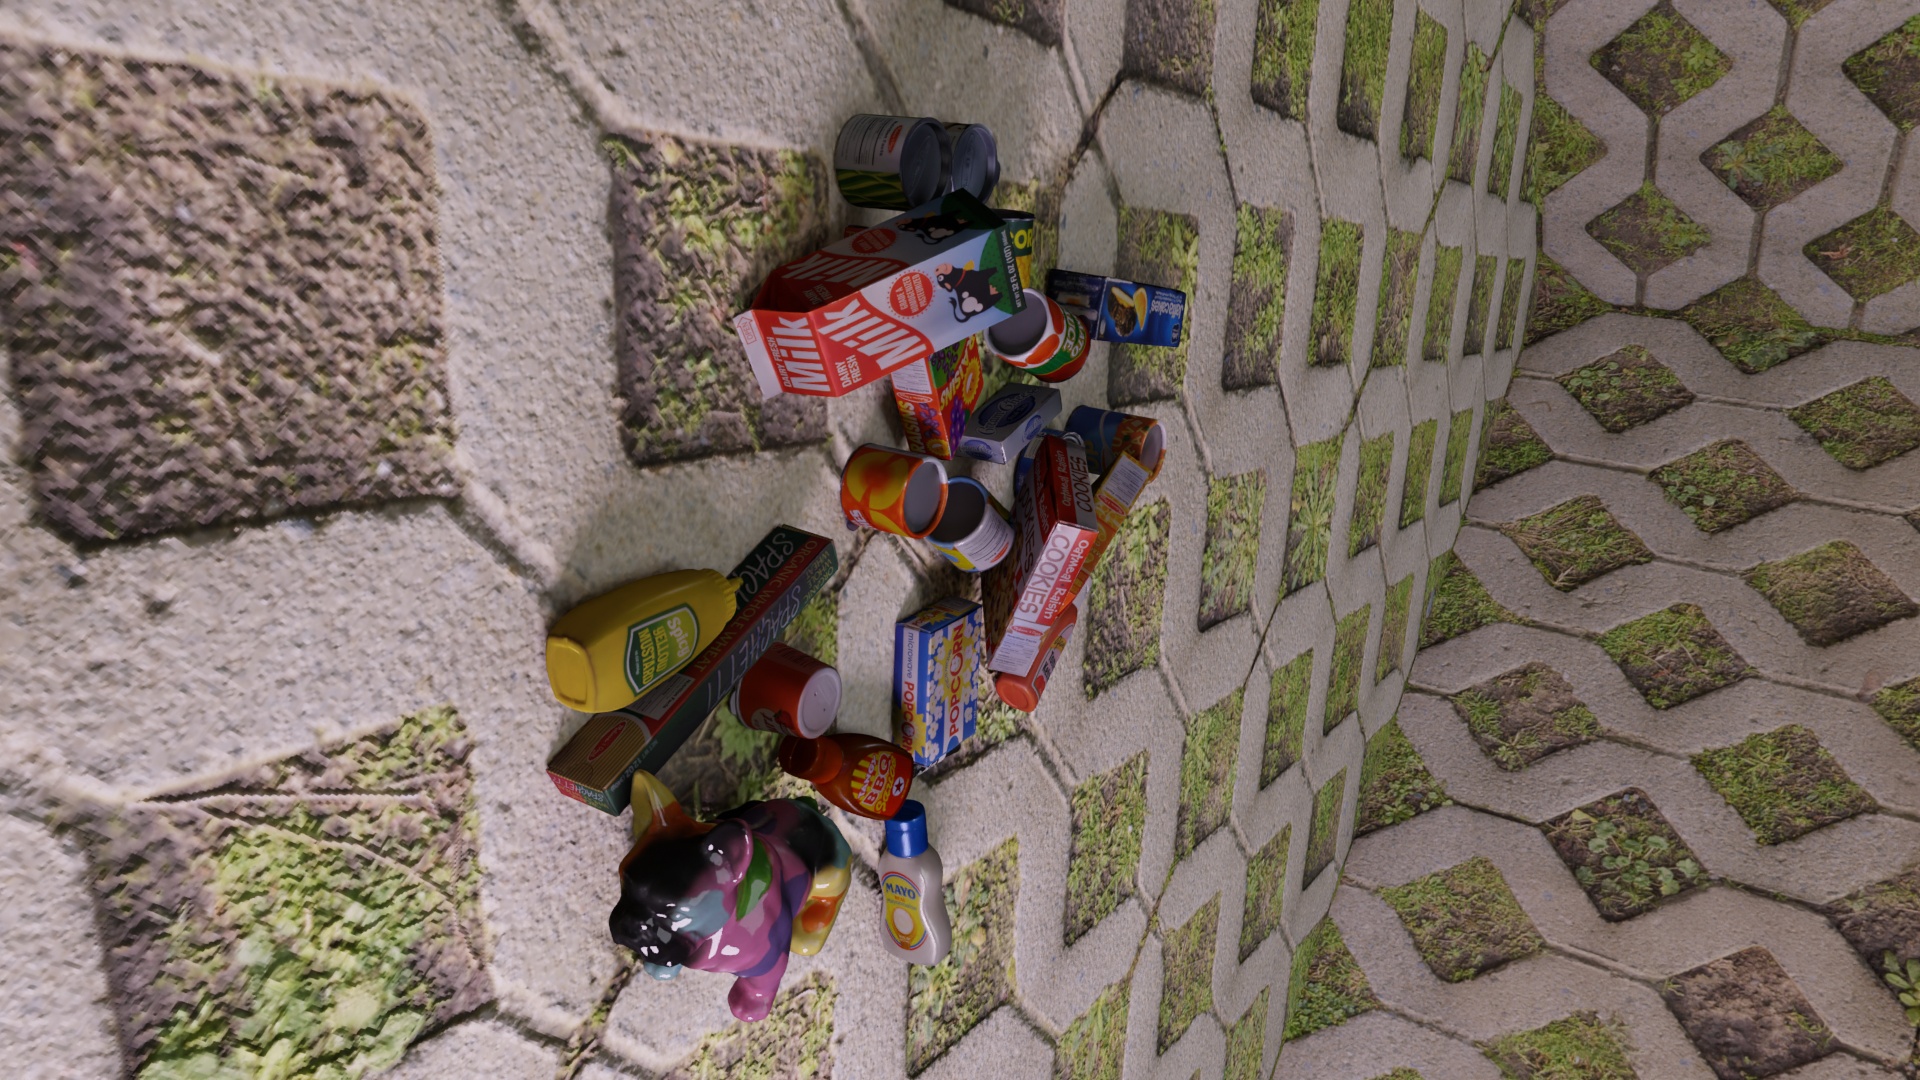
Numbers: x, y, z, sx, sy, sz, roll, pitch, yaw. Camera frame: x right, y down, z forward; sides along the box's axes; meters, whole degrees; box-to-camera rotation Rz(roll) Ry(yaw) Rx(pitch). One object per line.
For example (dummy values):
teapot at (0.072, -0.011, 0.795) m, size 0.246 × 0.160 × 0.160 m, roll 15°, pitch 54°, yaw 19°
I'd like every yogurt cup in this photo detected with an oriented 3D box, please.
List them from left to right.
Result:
yogurt cup at (-0.123, 0.111, 1.011) m, size 0.073 × 0.054 × 0.072 m, roll -32°, pitch 128°, yaw -52°

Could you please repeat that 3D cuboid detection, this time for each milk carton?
milk carton at (-0.058, -0.163, 0.948) m, size 0.191 × 0.074 × 0.072 m, roll -27°, pitch 132°, yaw -12°

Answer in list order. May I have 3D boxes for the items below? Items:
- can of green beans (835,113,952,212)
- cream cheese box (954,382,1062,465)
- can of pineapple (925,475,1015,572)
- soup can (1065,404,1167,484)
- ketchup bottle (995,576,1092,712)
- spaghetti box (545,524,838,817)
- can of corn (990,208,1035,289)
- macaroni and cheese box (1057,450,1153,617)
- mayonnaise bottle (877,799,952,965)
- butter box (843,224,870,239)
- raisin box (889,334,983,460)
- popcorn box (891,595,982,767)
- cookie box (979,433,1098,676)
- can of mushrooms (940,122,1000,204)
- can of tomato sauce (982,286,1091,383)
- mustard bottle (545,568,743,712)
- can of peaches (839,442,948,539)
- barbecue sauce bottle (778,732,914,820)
can of green beans at (-0.047, -0.267, 0.985) m, size 0.071 × 0.058 × 0.071 m, roll -31°, pitch 127°, yaw -52°
cream cheese box at (0.040, -0.103, 1.206) m, size 0.104 × 0.053 × 0.024 m, roll -45°, pitch 135°, yaw -43°
can of pineapple at (0.004, -0.015, 1.170) m, size 0.057 × 0.071 × 0.071 m, roll 45°, pitch 63°, yaw -56°
soup can at (0.152, -0.092, 1.370) m, size 0.072 × 0.084 × 0.071 m, roll -32°, pitch 128°, yaw -51°
ketchup bottle at (0.084, 0.093, 1.368) m, size 0.149 × 0.043 × 0.064 m, roll -61°, pitch 159°, yaw -27°
spaghetti box at (-0.169, 0.078, 0.922) m, size 0.251 × 0.050 × 0.028 m, roll -51°, pitch 143°, yaw -38°
can of corn at (0.027, -0.233, 1.113) m, size 0.071 × 0.071 × 0.058 m, roll -26°, pitch 124°, yaw -54°
macaroni and cheese box at (0.109, 0.008, 1.316) m, size 0.167 × 0.040 × 0.123 m, roll -56°, pitch -178°, yaw -32°
mayonnaise bottle at (-0.044, 0.299, 1.218) m, size 0.041 × 0.065 × 0.147 m, roll -35°, pitch 127°, yaw -53°
butter box at (-0.068, -0.177, 1.020) m, size 0.053 × 0.024 × 0.103 m, roll -8°, pitch 108°, yaw -59°
raisin box at (-0.019, -0.133, 1.078) m, size 0.122 × 0.040 × 0.086 m, roll 76°, pitch 29°, yaw -53°
popcorn box at (-0.020, 0.120, 1.207) m, size 0.085 × 0.038 × 0.126 m, roll -25°, pitch 122°, yaw -55°
cookie box at (0.063, 0.012, 1.184) m, size 0.123 × 0.040 × 0.166 m, roll -93°, pitch -158°, yaw -52°
can of mushrooms at (0.000, -0.291, 1.082) m, size 0.071 × 0.033 × 0.070 m, roll -29°, pitch 125°, yaw -52°
can of tomato sauce at (0.068, -0.179, 1.207) m, size 0.083 × 0.071 × 0.071 m, roll 16°, pitch 88°, yaw -60°
mustard bottle at (-0.188, 0.052, 0.880) m, size 0.161 × 0.049 × 0.065 m, roll -33°, pitch 131°, yaw -50°
can of peaches at (-0.051, -0.036, 1.071) m, size 0.071 × 0.058 × 0.071 m, roll -31°, pitch 127°, yaw -52°
barbecue sauce bottle at (-0.091, 0.181, 1.104) m, size 0.148 × 0.044 × 0.065 m, roll 36°, pitch 71°, yaw -58°
